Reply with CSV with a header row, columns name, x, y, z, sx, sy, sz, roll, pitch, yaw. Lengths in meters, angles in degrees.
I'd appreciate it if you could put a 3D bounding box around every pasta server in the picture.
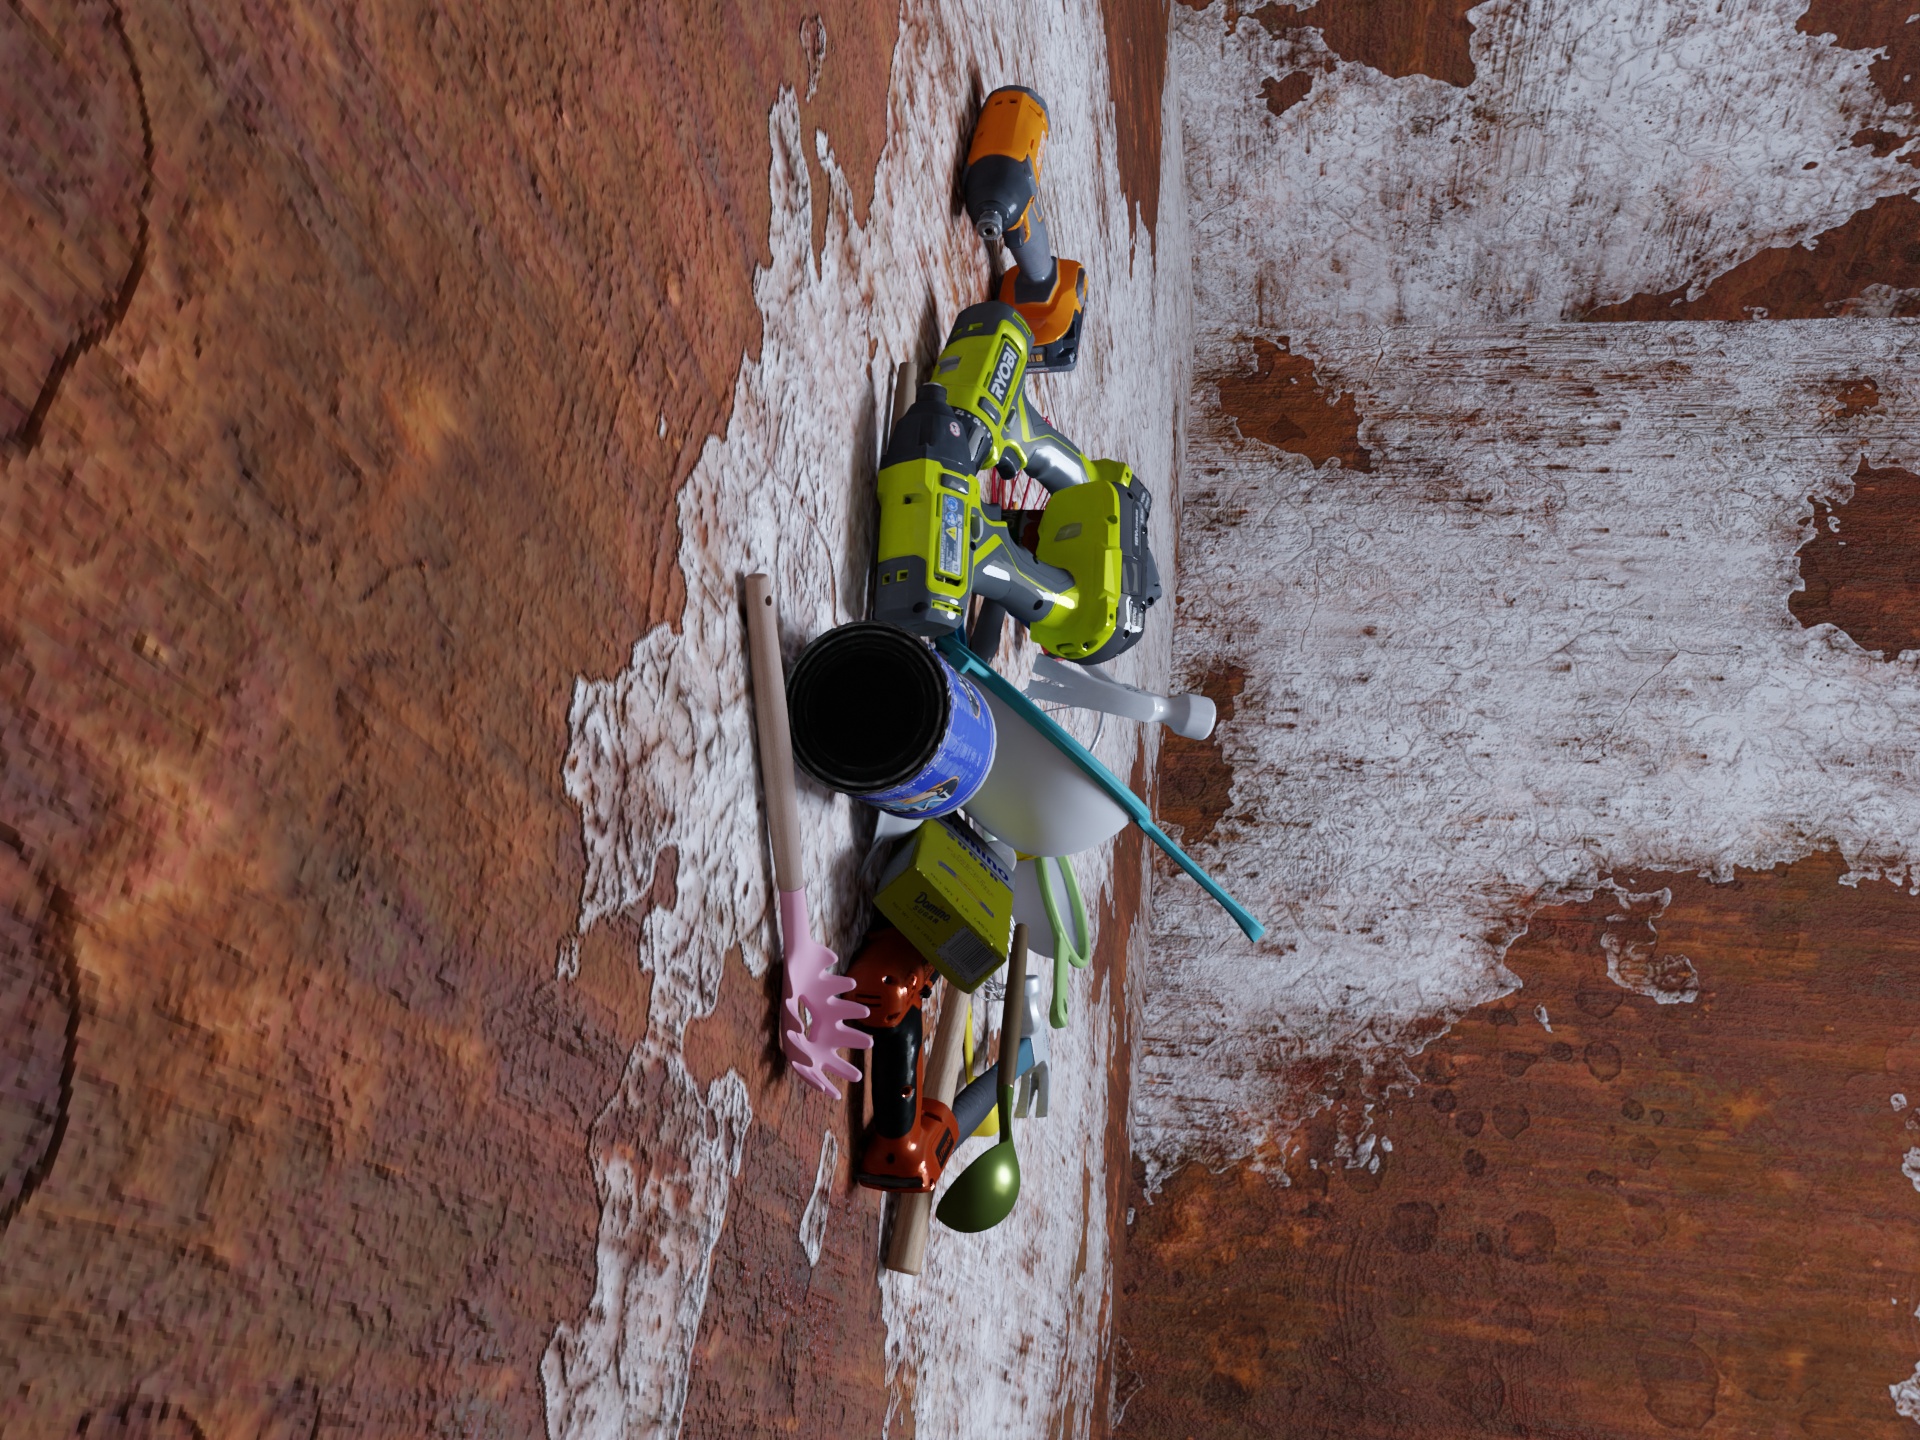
name,x,y,z,sx,sy,sz,roll,pitch,yaw
pasta server,-0.092,0.071,0.901,0.060,0.040,0.316,-34,126,-53

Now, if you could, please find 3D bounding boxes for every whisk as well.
name,x,y,z,sx,sy,sz,roll,pitch,yaw
whisk,0.027,0.148,1.465,0.058,0.059,0.246,-150,-129,-62
whisk,0.045,-0.159,1.462,0.073,0.073,0.296,69,32,-61

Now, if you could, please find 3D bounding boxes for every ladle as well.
name,x,y,z,sx,sy,sz,roll,pitch,yaw
ladle,0.028,0.286,1.334,0.320,0.062,0.078,-81,-173,-51

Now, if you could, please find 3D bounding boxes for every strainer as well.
name,x,y,z,sx,sy,sz,roll,pitch,yaw
strainer,0.074,0.213,1.565,0.257,0.069,0.151,-84,154,-56
strainer,-0.040,-0.012,1.133,0.086,0.050,0.259,105,-11,-71
strainer,0.082,0.078,1.209,0.095,0.340,0.211,-48,-174,-1

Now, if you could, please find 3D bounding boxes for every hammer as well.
name,x,y,z,sx,sy,sz,roll,pitch,yaw
hammer,0.025,0.329,1.425,0.331,0.033,0.128,-16,98,-71
hammer,0.092,-0.065,1.391,0.406,0.144,0.035,-124,-132,-72
hammer,-0.012,0.265,1.257,0.130,0.031,0.331,124,-20,-70

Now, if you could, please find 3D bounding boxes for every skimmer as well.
name,x,y,z,sx,sy,sz,roll,pitch,yaw
skimmer,0.084,0.029,1.518,0.127,0.090,0.363,-58,173,-4

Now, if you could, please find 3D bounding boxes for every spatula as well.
name,x,y,z,sx,sy,sz,roll,pitch,yaw
spatula,-0.052,-0.101,1.103,0.059,0.018,0.316,68,27,-77

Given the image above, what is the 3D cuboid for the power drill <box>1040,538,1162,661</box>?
name,x,y,z,sx,sy,sz,roll,pitch,yaw
power drill,0.115,-0.146,1.584,0.219,0.078,0.143,148,-73,-74

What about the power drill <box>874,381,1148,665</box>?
name,x,y,z,sx,sy,sz,roll,pitch,yaw
power drill,0.035,-0.132,1.131,0.223,0.080,0.171,13,76,-44

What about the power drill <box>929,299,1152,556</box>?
name,x,y,z,sx,sy,sz,roll,pitch,yaw
power drill,0.049,-0.191,1.259,0.228,0.080,0.191,42,54,-37

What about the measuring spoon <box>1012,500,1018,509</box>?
name,x,y,z,sx,sy,sz,roll,pitch,yaw
measuring spoon,0.047,-0.185,1.576,0.117,0.011,0.021,-78,164,-52

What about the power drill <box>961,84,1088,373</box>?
name,x,y,z,sx,sy,sz,roll,pitch,yaw
power drill,0.053,-0.415,1.402,0.226,0.084,0.164,70,26,-51

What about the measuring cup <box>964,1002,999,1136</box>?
name,x,y,z,sx,sy,sz,roll,pitch,yaw
measuring cup,0.021,0.326,1.489,0.062,0.029,0.156,-69,159,-57

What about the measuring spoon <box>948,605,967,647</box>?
name,x,y,z,sx,sy,sz,roll,pitch,yaw
measuring spoon,-0.008,-0.093,1.327,0.129,0.021,0.042,-83,156,-66
